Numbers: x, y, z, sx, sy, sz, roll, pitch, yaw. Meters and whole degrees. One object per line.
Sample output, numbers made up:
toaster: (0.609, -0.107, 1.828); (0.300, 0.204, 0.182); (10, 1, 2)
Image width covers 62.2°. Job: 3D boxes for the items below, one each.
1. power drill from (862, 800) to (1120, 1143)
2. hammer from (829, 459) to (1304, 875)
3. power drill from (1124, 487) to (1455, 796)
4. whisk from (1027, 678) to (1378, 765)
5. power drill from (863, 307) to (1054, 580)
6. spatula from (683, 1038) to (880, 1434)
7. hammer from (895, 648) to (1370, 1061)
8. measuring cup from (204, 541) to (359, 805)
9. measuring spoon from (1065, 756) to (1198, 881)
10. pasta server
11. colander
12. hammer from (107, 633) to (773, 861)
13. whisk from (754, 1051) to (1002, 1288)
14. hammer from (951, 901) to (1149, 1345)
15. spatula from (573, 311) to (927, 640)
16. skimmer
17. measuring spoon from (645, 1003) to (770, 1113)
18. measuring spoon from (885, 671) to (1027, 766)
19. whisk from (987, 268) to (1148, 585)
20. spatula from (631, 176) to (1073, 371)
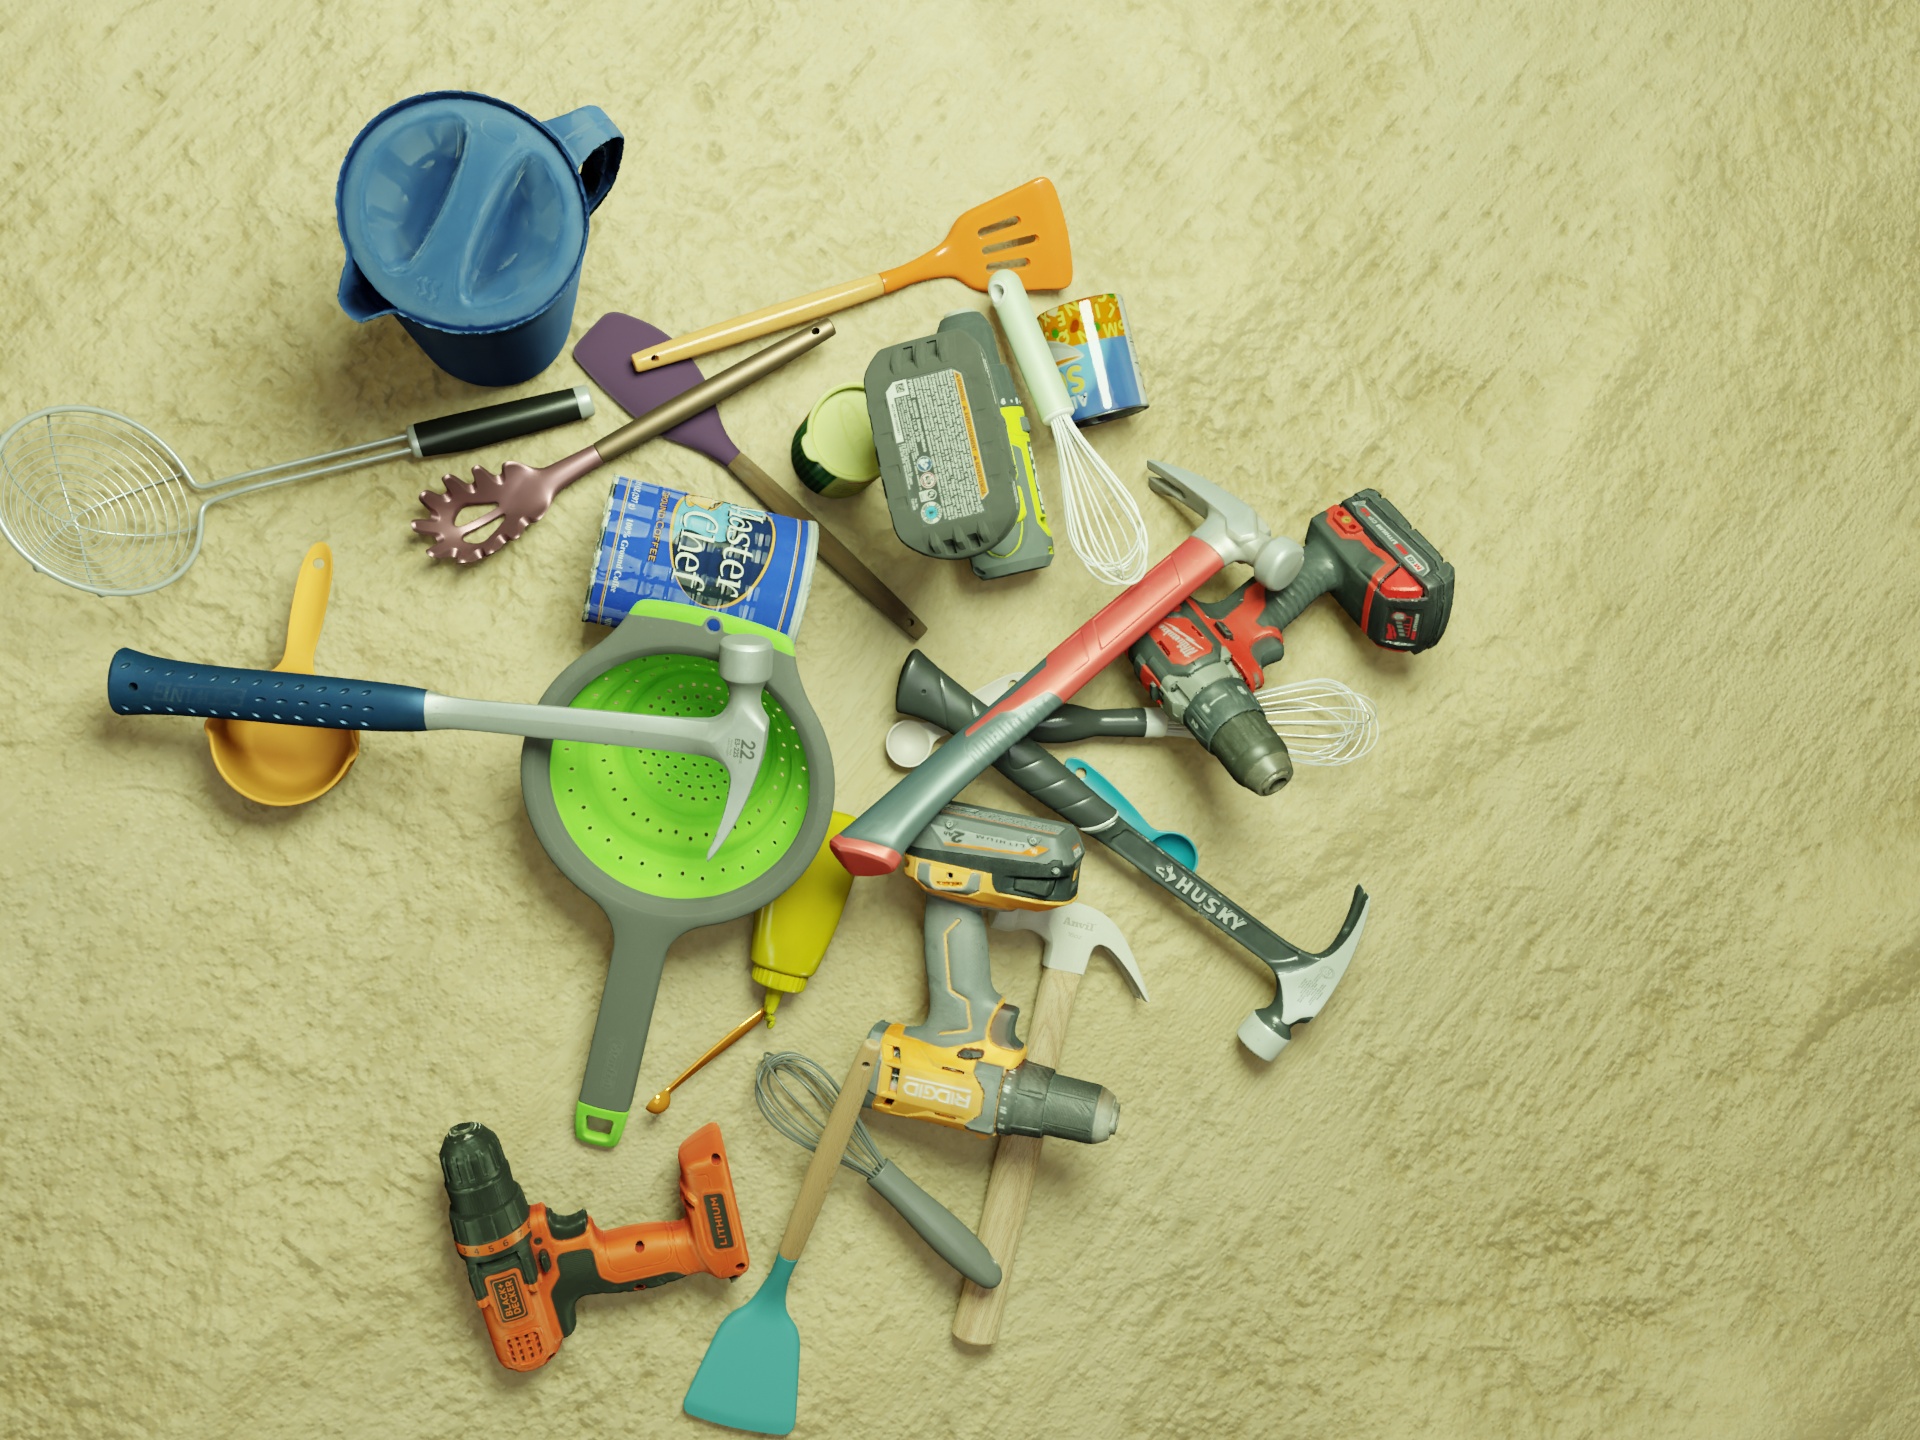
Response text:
power drill: (0.033, 0.182, 1.111); (0.185, 0.084, 0.226); (11, 97, 13)
hammer: (0.055, -0.036, 1.104); (0.386, 0.038, 0.143); (-40, 57, -15)
power drill: (0.244, -0.055, 1.147); (0.226, 0.080, 0.188); (-25, 55, -11)
whisk: (0.175, 0.000, 1.188); (0.284, 0.070, 0.070); (0, 91, -8)
power drill: (0.004, -0.190, 1.060); (0.080, 0.228, 0.190); (-12, 94, 12)
spatula: (-0.110, 0.359, 1.106); (0.082, 0.044, 0.317); (17, 110, -9)
hammer: (0.120, 0.081, 1.160); (0.408, 0.036, 0.149); (37, 100, -10)
measuring cup: (-0.435, -0.030, 1.051); (0.095, 0.052, 0.173); (11, 87, -12)
measuring spoon: (0.126, 0.073, 1.198); (0.128, 0.021, 0.042); (44, 97, -1)
pasta server: (-0.225, -0.197, 1.088); (0.316, 0.040, 0.060); (-30, 90, -6)
colander: (-0.205, 0.104, 1.095); (0.204, 0.094, 0.397); (15, 106, -4)
hammer: (-0.323, 0.001, 0.997); (0.405, 0.035, 0.144); (5, 106, -1)
whisk: (-0.057, 0.321, 1.132); (0.239, 0.055, 0.055); (44, 82, -5)
hammer: (0.051, 0.296, 1.176); (0.130, 0.031, 0.331); (14, 89, -12)
spatula: (-0.140, -0.169, 1.129); (0.316, 0.018, 0.060); (43, 83, -9)
skimmer: (-0.418, -0.174, 1.028); (0.363, 0.090, 0.127); (-17, 86, -13)
measuring spoon: (-0.173, 0.239, 1.123); (0.117, 0.021, 0.011); (-39, 73, -18)
measuring spoon: (-0.002, -0.004, 1.169); (0.124, 0.018, 0.034); (-29, 97, -17)
whisk: (0.072, -0.206, 1.114); (0.059, 0.058, 0.246); (-14, 78, -42)
spatula: (-0.076, -0.301, 1.124); (0.322, 0.041, 0.081); (-22, 117, -13)
